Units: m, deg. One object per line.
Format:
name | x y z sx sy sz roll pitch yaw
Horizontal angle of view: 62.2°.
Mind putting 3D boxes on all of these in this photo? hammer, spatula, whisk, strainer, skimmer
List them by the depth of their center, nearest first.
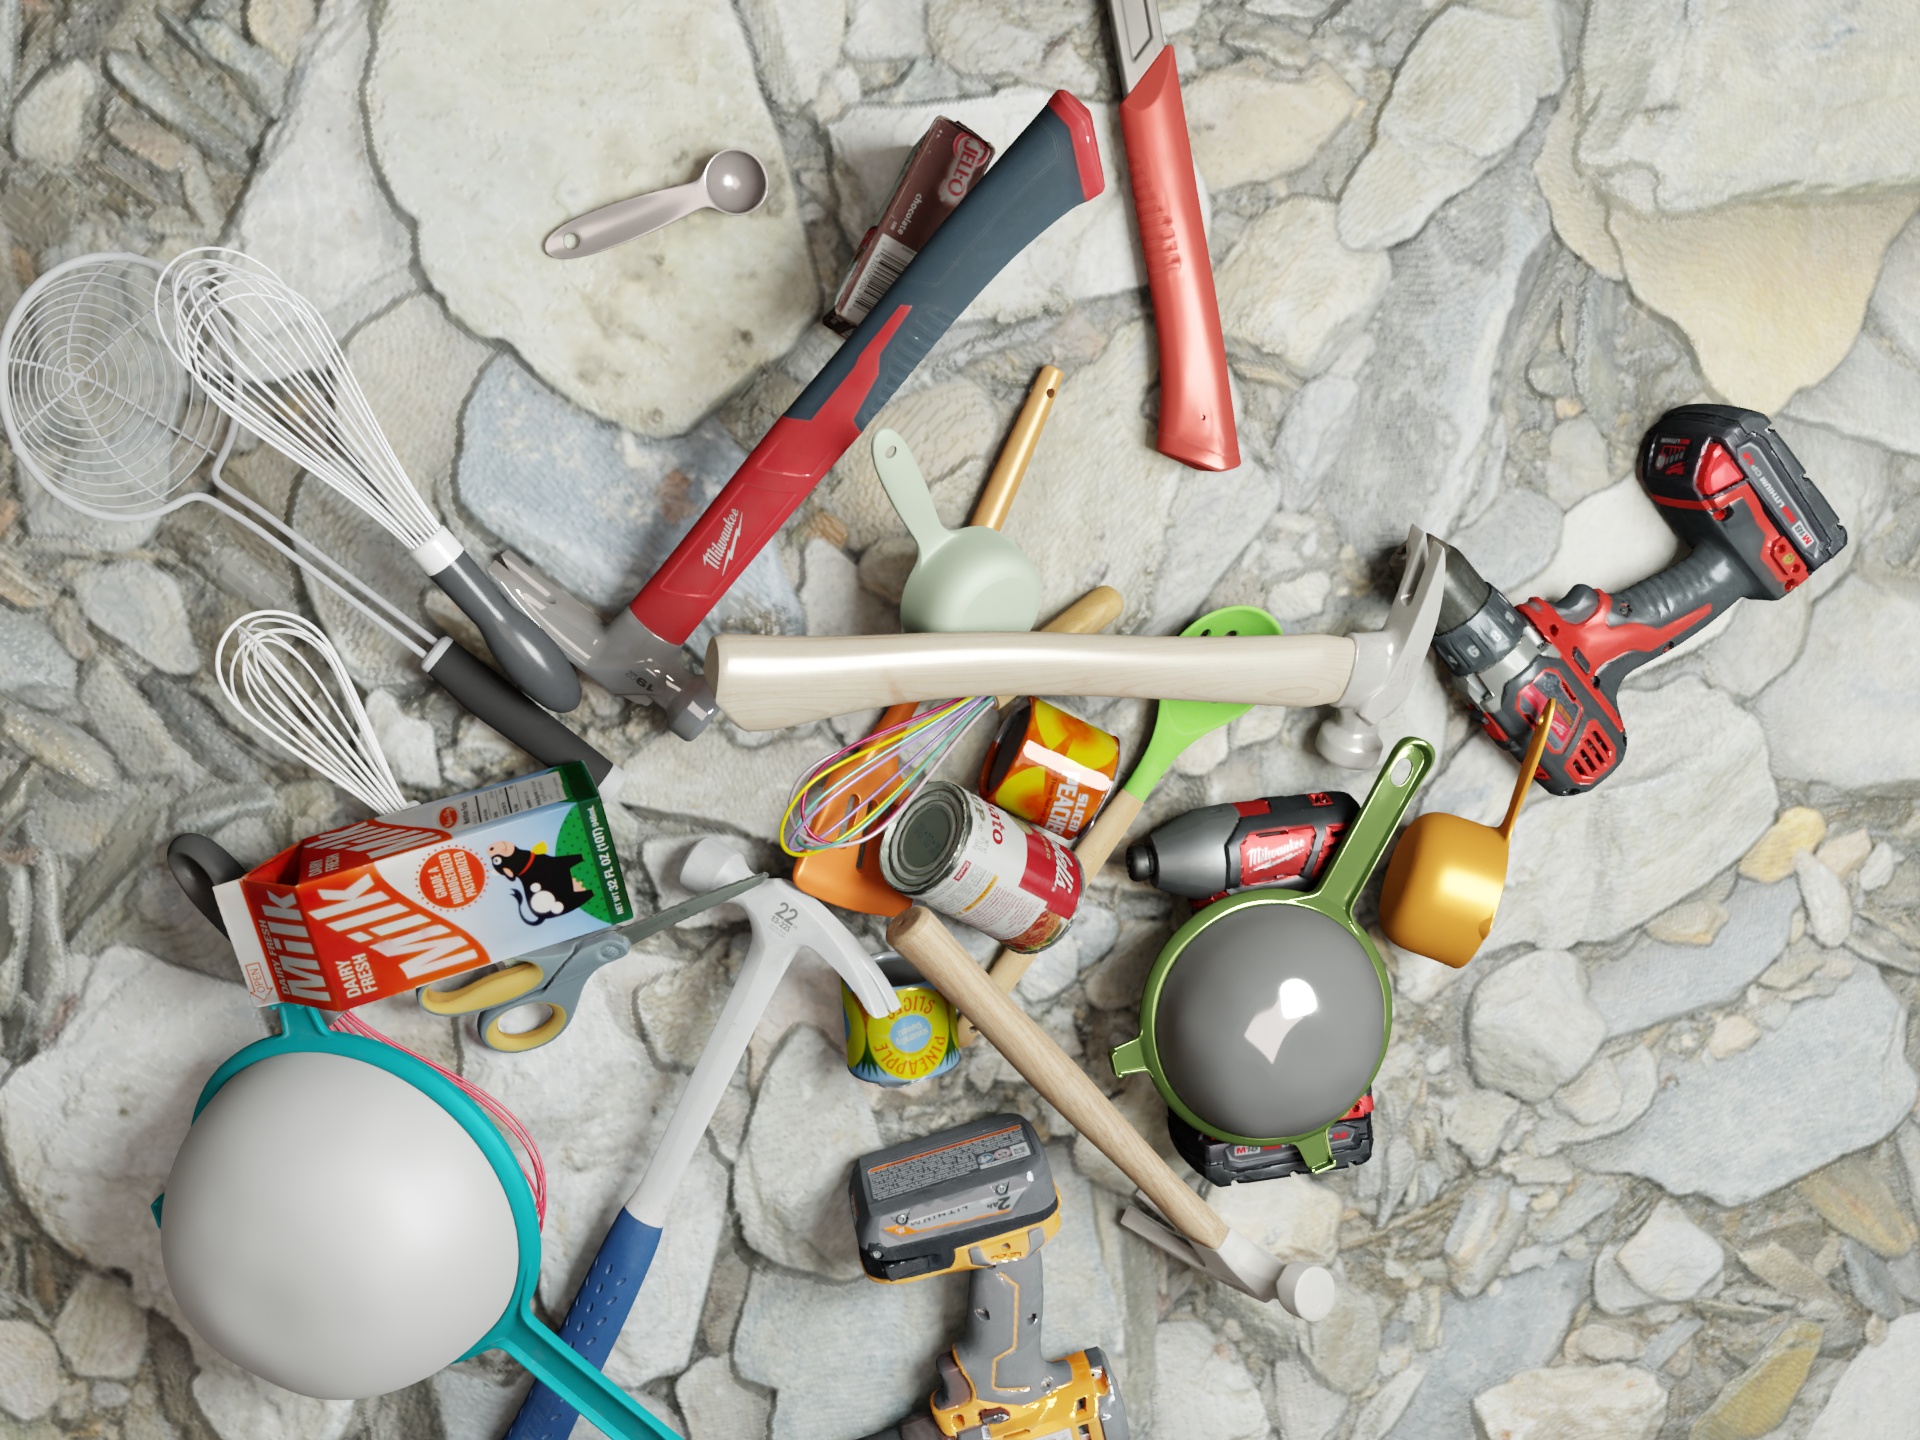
whisk | -0.281 -0.110 0.789 0.070 0.070 0.284 -38 117 -2
hammer | -0.080 -0.159 0.790 0.143 0.038 0.386 39 114 -12
skimmer | -0.309 -0.080 0.809 0.363 0.090 0.127 40 57 -17
strainer | -0.283 0.314 0.820 0.340 0.095 0.211 38 114 1
hammer | 0.071 -0.037 0.839 0.410 0.038 0.146 -1 122 -23
whisk | -0.308 0.046 0.857 0.059 0.058 0.246 -45 111 -31
hammer | 0.117 -0.316 0.870 0.149 0.037 0.359 -14 102 -7
whisk | -0.329 0.178 0.872 0.073 0.073 0.295 -38 99 -2
whisk | -0.001 -0.004 0.872 0.245 0.051 0.047 -37 111 -21
strainer | 0.204 0.126 0.879 0.151 0.069 0.256 28 91 -10
spatula | -0.007 -0.047 0.894 0.081 0.041 0.322 21 95 -33
hammer | 0.073 0.223 0.904 0.331 0.130 0.031 48 66 -19
hammer | -0.172 0.276 0.907 0.144 0.035 0.405 29 100 18

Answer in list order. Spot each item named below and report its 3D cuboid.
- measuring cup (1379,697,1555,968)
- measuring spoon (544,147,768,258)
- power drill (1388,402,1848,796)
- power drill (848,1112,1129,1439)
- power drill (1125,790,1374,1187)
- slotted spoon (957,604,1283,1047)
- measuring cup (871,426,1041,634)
measuring cup | 0.295 0.060 0.935 0.052 0.095 0.173 17 109 4
measuring spoon | -0.161 -0.270 0.843 0.124 0.018 0.034 -19 103 1
power drill | 0.379 -0.089 0.941 0.226 0.080 0.187 -43 104 3
power drill | -0.008 0.368 0.954 0.185 0.084 0.226 -15 107 -6
power drill | 0.174 0.155 0.948 0.143 0.078 0.219 -6 98 -9
slotted spoon | 0.085 0.064 0.939 0.070 0.031 0.314 32 95 -23
measuring cup | -0.005 -0.086 0.815 0.083 0.038 0.167 -41 143 -9
